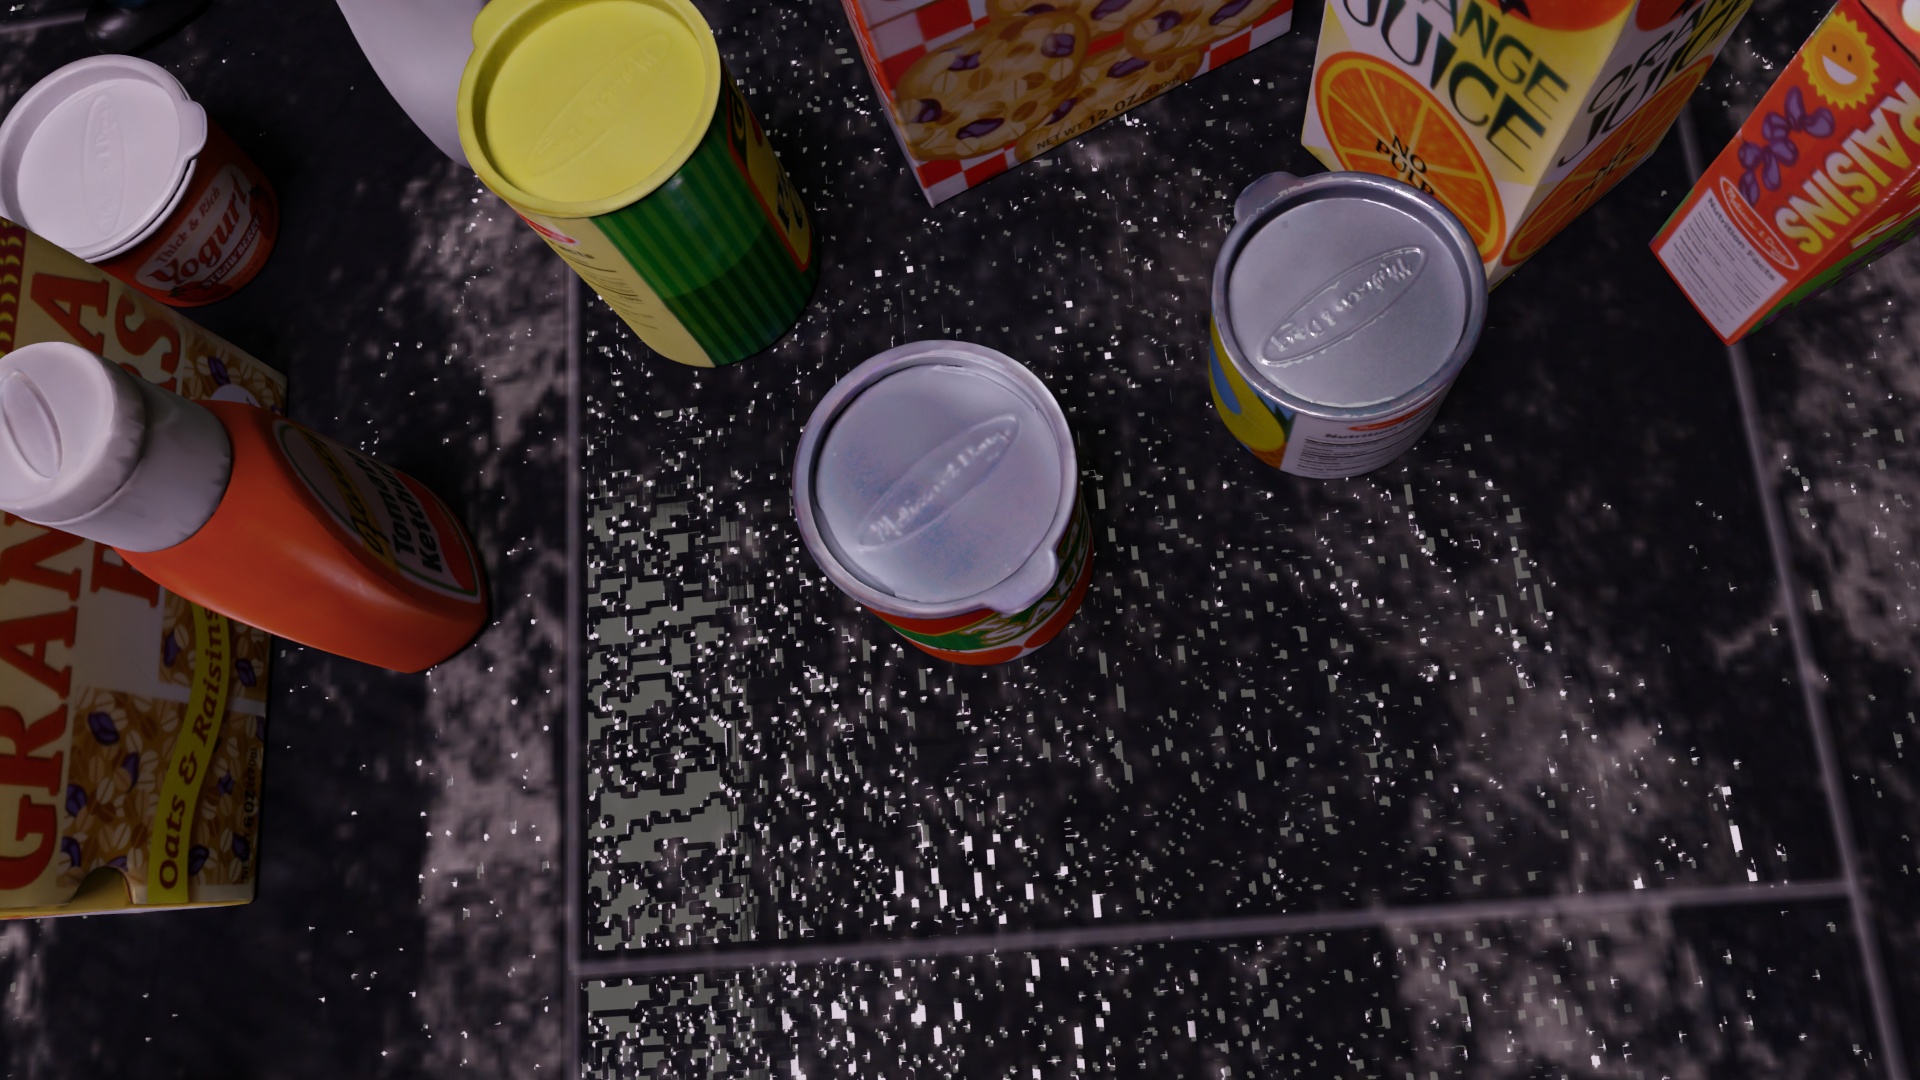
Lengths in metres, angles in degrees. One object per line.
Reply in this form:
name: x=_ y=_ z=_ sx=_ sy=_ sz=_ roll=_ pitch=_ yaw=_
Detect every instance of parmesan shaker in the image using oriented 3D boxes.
parmesan shaker: x=-0.084 y=-0.098 z=0.382 sx=0.071 sy=0.103 sz=0.071 roll=-2 pitch=76 yaw=8

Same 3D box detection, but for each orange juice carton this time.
orange juice carton: x=0.135 y=-0.135 z=0.312 sx=0.072 sy=0.192 sz=0.073 roll=-40 pitch=74 yaw=-2

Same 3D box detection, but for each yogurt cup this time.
yogurt cup: x=-0.254 y=-0.108 z=0.435 sx=0.072 sy=0.054 sz=0.072 roll=-2 pitch=76 yaw=8

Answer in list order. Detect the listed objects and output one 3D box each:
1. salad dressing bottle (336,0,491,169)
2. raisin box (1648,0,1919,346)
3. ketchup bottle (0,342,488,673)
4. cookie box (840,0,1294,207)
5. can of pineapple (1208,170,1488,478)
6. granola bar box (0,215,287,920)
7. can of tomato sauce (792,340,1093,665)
salad dressing bottle: x=-0.150 y=-0.154 z=0.383 sx=0.044 sy=0.147 sz=0.064 roll=-2 pitch=76 yaw=8
raisin box: x=0.228 y=-0.102 z=0.326 sx=0.086 sy=0.123 sz=0.040 roll=-30 pitch=74 yaw=1
ketchup bottle: x=-0.176 y=-0.006 z=0.349 sx=0.043 sy=0.148 sz=0.065 roll=-35 pitch=74 yaw=0
cookie box: x=0.027 y=-0.161 z=0.348 sx=0.123 sy=0.167 sz=0.040 roll=-26 pitch=74 yaw=2
can of pineapple: x=0.099 y=-0.056 z=0.368 sx=0.071 sy=0.057 sz=0.071 roll=-2 pitch=76 yaw=8
granola bar box: x=-0.235 y=0.014 z=0.366 sx=0.039 sy=0.124 sz=0.166 roll=-5 pitch=76 yaw=7
can of tomato sauce: x=0.001 y=-0.004 z=0.357 sx=0.071 sy=0.083 sz=0.071 roll=-2 pitch=76 yaw=8
